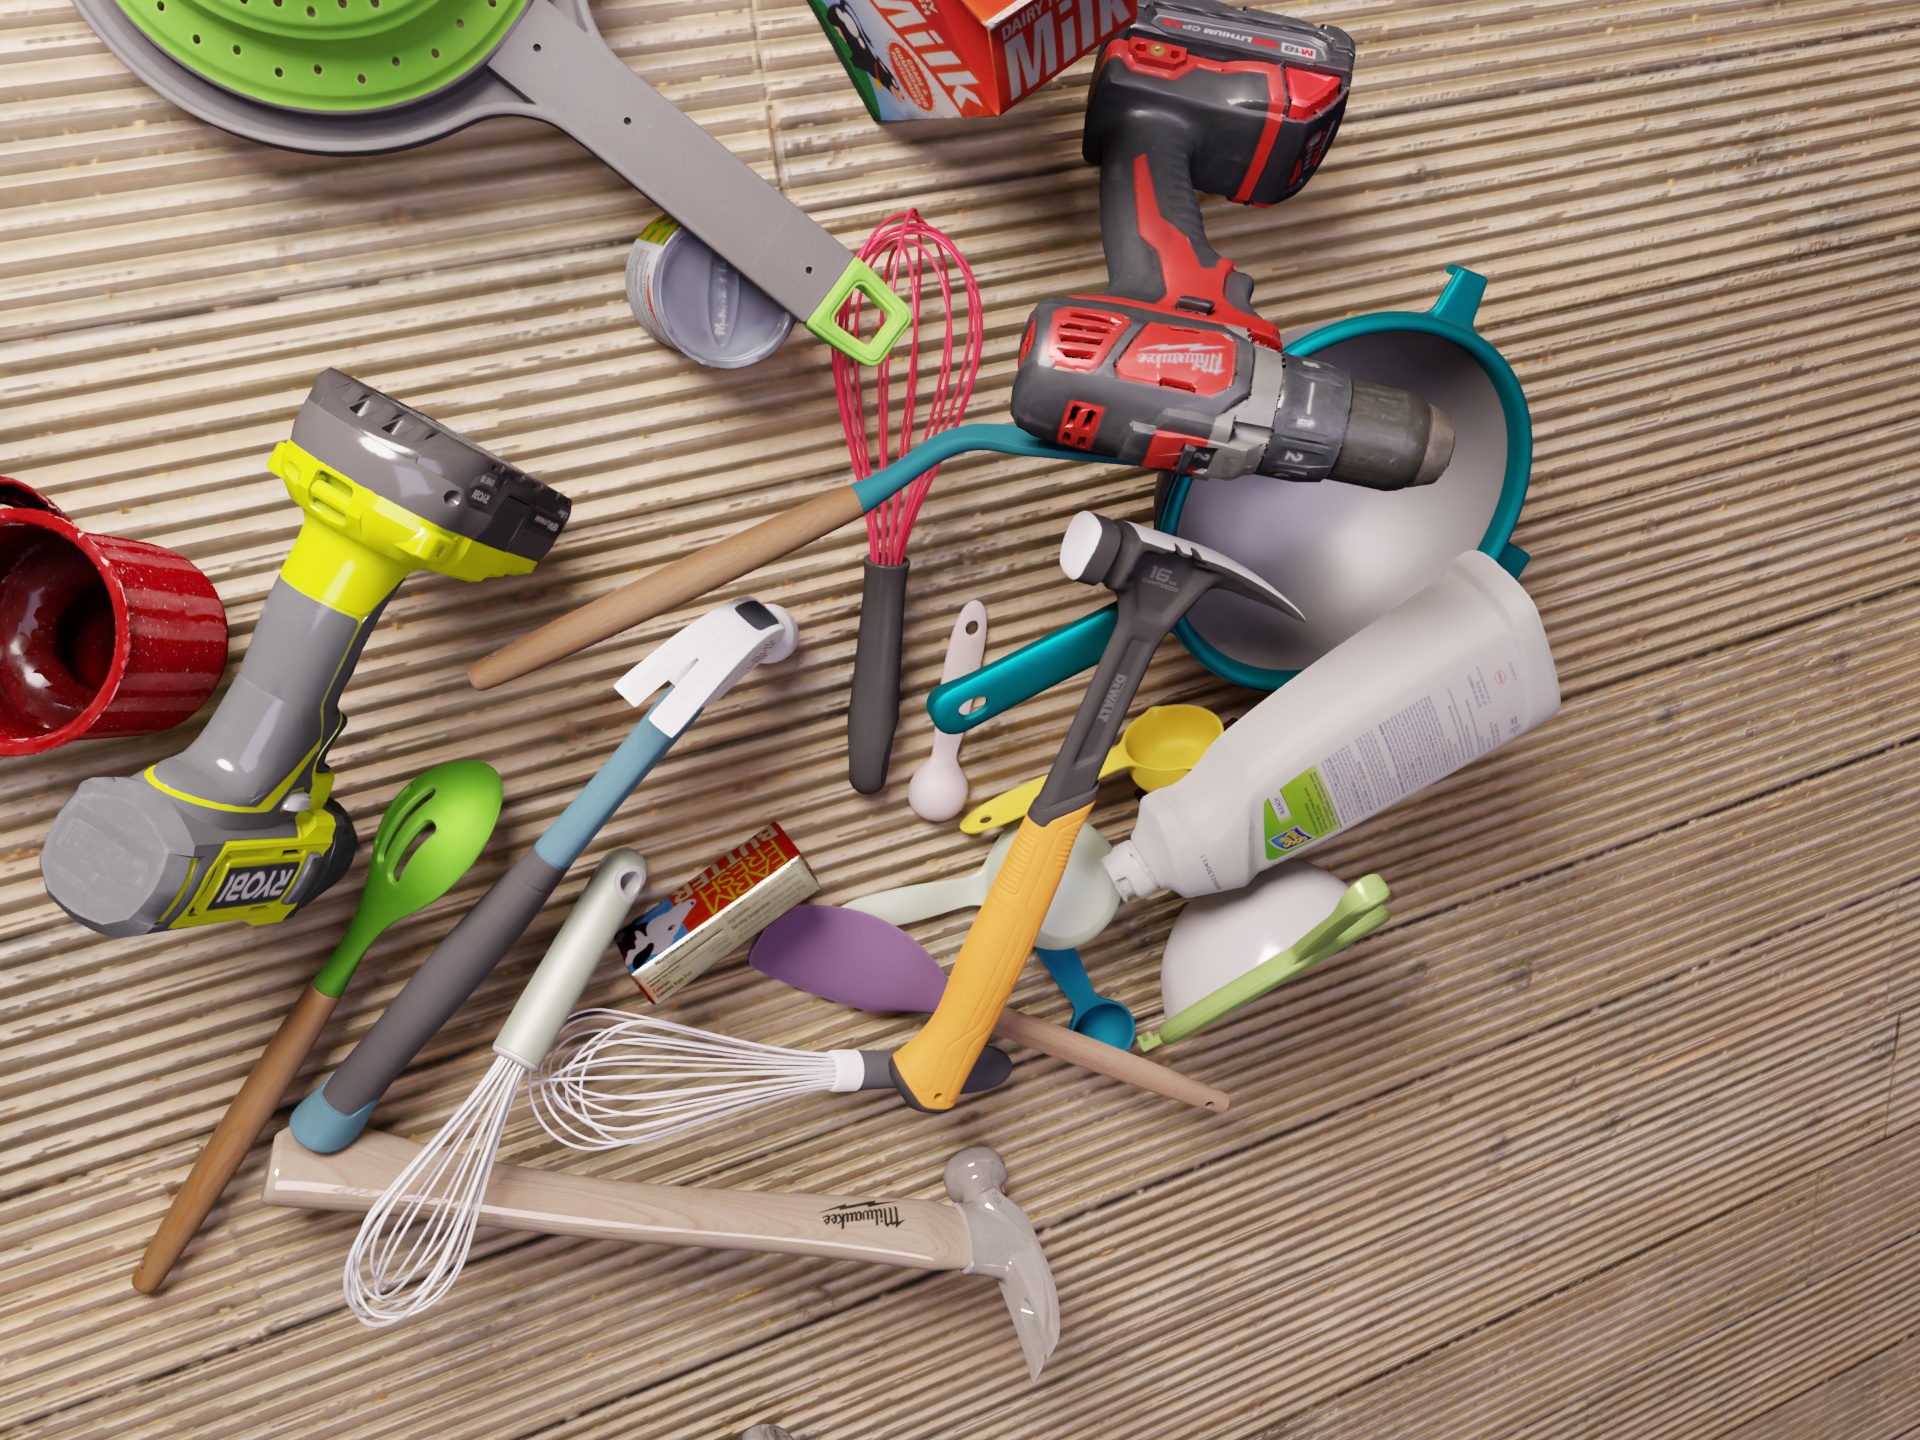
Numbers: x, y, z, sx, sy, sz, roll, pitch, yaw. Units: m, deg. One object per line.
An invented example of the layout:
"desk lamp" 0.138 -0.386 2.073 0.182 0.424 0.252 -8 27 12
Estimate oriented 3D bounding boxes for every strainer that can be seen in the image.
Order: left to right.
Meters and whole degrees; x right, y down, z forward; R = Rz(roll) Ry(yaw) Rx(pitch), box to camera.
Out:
"strainer" 0.127 -0.097 0.835 0.340 0.095 0.210 -27 129 -1
"strainer" 0.172 0.105 0.874 0.151 0.256 0.069 -26 74 -14

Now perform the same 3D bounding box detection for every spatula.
"spatula" -0.065 -0.077 0.706 0.317 0.082 0.044 -26 117 -7
"spatula" 0.029 0.171 0.906 0.315 0.018 0.059 25 111 -23

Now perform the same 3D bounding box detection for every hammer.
"hammer" -0.199 0.073 0.746 0.033 0.128 0.331 41 96 2
"hammer" -0.142 0.263 0.823 0.410 0.146 0.038 13 113 -23
"hammer" 0.050 0.063 0.812 0.127 0.034 0.336 15 111 -25

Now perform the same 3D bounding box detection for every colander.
"colander" -0.172 -0.267 0.589 0.396 0.094 0.204 36 90 -18

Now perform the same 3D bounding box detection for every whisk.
"whisk" -0.216 0.168 0.757 0.057 0.059 0.246 48 60 -42
"whisk" -0.092 0.189 0.859 0.284 0.070 0.070 5 106 -31
"whisk" -0.034 -0.097 0.778 0.073 0.073 0.295 -4 115 -23

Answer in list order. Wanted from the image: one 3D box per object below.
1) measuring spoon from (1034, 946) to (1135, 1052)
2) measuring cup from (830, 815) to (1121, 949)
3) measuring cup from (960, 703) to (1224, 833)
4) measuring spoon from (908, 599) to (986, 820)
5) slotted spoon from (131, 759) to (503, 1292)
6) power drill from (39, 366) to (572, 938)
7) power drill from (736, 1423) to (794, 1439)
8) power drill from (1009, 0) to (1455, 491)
"measuring spoon" 0.062 0.148 0.937 0.042 0.021 0.128 -31 109 -9
"measuring cup" 0.012 0.099 0.876 0.167 0.038 0.083 -10 104 -18
"measuring cup" 0.075 0.038 0.886 0.156 0.062 0.029 -23 127 -4
"measuring spoon" -0.001 -0.003 0.849 0.034 0.018 0.124 4 106 -25
"slotted spoon" -0.310 0.147 0.748 0.031 0.070 0.313 24 103 -47
"power drill" -0.260 -0.019 0.659 0.080 0.171 0.223 31 91 7
"power drill" -0.105 0.537 0.965 0.226 0.084 0.185 38 89 -25
"power drill" 0.128 -0.204 0.708 0.188 0.080 0.227 11 65 -2
